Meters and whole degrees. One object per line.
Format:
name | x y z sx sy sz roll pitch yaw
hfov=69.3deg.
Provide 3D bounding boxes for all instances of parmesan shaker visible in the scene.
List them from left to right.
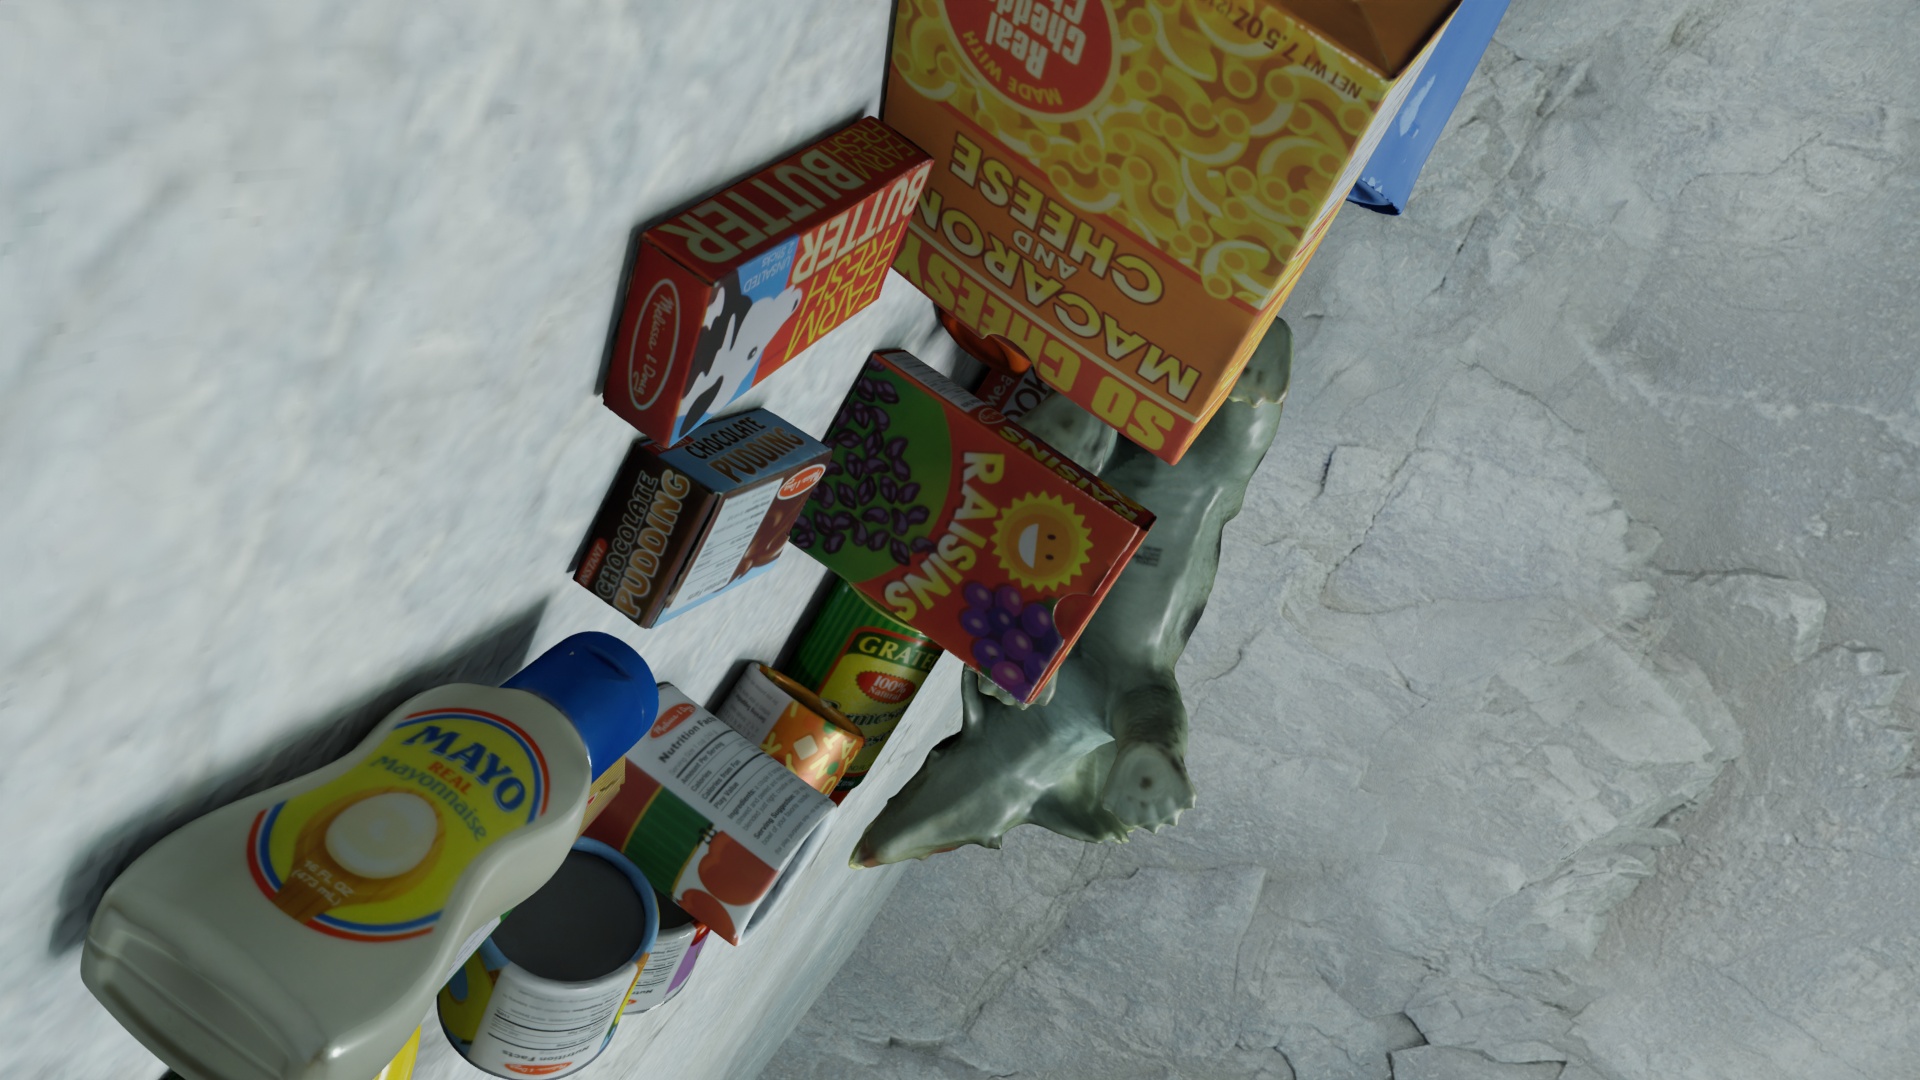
parmesan shaker | -0.052 0.069 0.709 0.102 0.071 0.071 -59 171 18

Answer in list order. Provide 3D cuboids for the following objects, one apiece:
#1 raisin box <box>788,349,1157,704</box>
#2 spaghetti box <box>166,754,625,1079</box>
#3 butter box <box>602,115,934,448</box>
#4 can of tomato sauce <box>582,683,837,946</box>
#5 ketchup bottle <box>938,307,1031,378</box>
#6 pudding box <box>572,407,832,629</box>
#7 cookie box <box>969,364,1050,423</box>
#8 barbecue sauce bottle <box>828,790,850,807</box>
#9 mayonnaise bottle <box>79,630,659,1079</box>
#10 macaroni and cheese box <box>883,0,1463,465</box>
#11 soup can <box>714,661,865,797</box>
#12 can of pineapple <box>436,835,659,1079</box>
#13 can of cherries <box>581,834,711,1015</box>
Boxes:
raisin box | 0.002 -0.007 0.543 0.086 0.123 0.040 -58 172 17
spaghetti box | -0.186 0.144 0.385 0.251 0.029 0.050 -50 170 -33
butter box | -0.048 -0.070 0.361 0.104 0.024 0.052 -46 168 -47
can of tomato sauce | -0.100 0.107 0.538 0.071 0.083 0.071 -54 171 -13
ketchup bottle | 0.049 -0.140 0.576 0.149 0.043 0.064 -56 171 -6
pudding box | -0.075 -0.008 0.422 0.049 0.030 0.084 -60 171 19
cookie box | 0.052 -0.095 0.778 0.122 0.040 0.168 -58 172 17
barbecue sauce bottle | -0.080 0.132 0.856 0.064 0.043 0.149 -23 -170 28
mayonnaise bottle | -0.125 0.067 0.333 0.041 0.065 0.149 -58 176 28
macaroni and cheese box | 0.038 -0.105 0.373 0.040 0.124 0.165 -49 169 -26
soup can | -0.091 0.109 0.643 0.084 0.071 0.071 -56 172 -2
can of pineapple | -0.147 0.146 0.493 0.071 0.071 0.057 -44 165 -55
can of cherries | -0.135 0.150 0.577 0.072 0.071 0.058 -45 165 -52
